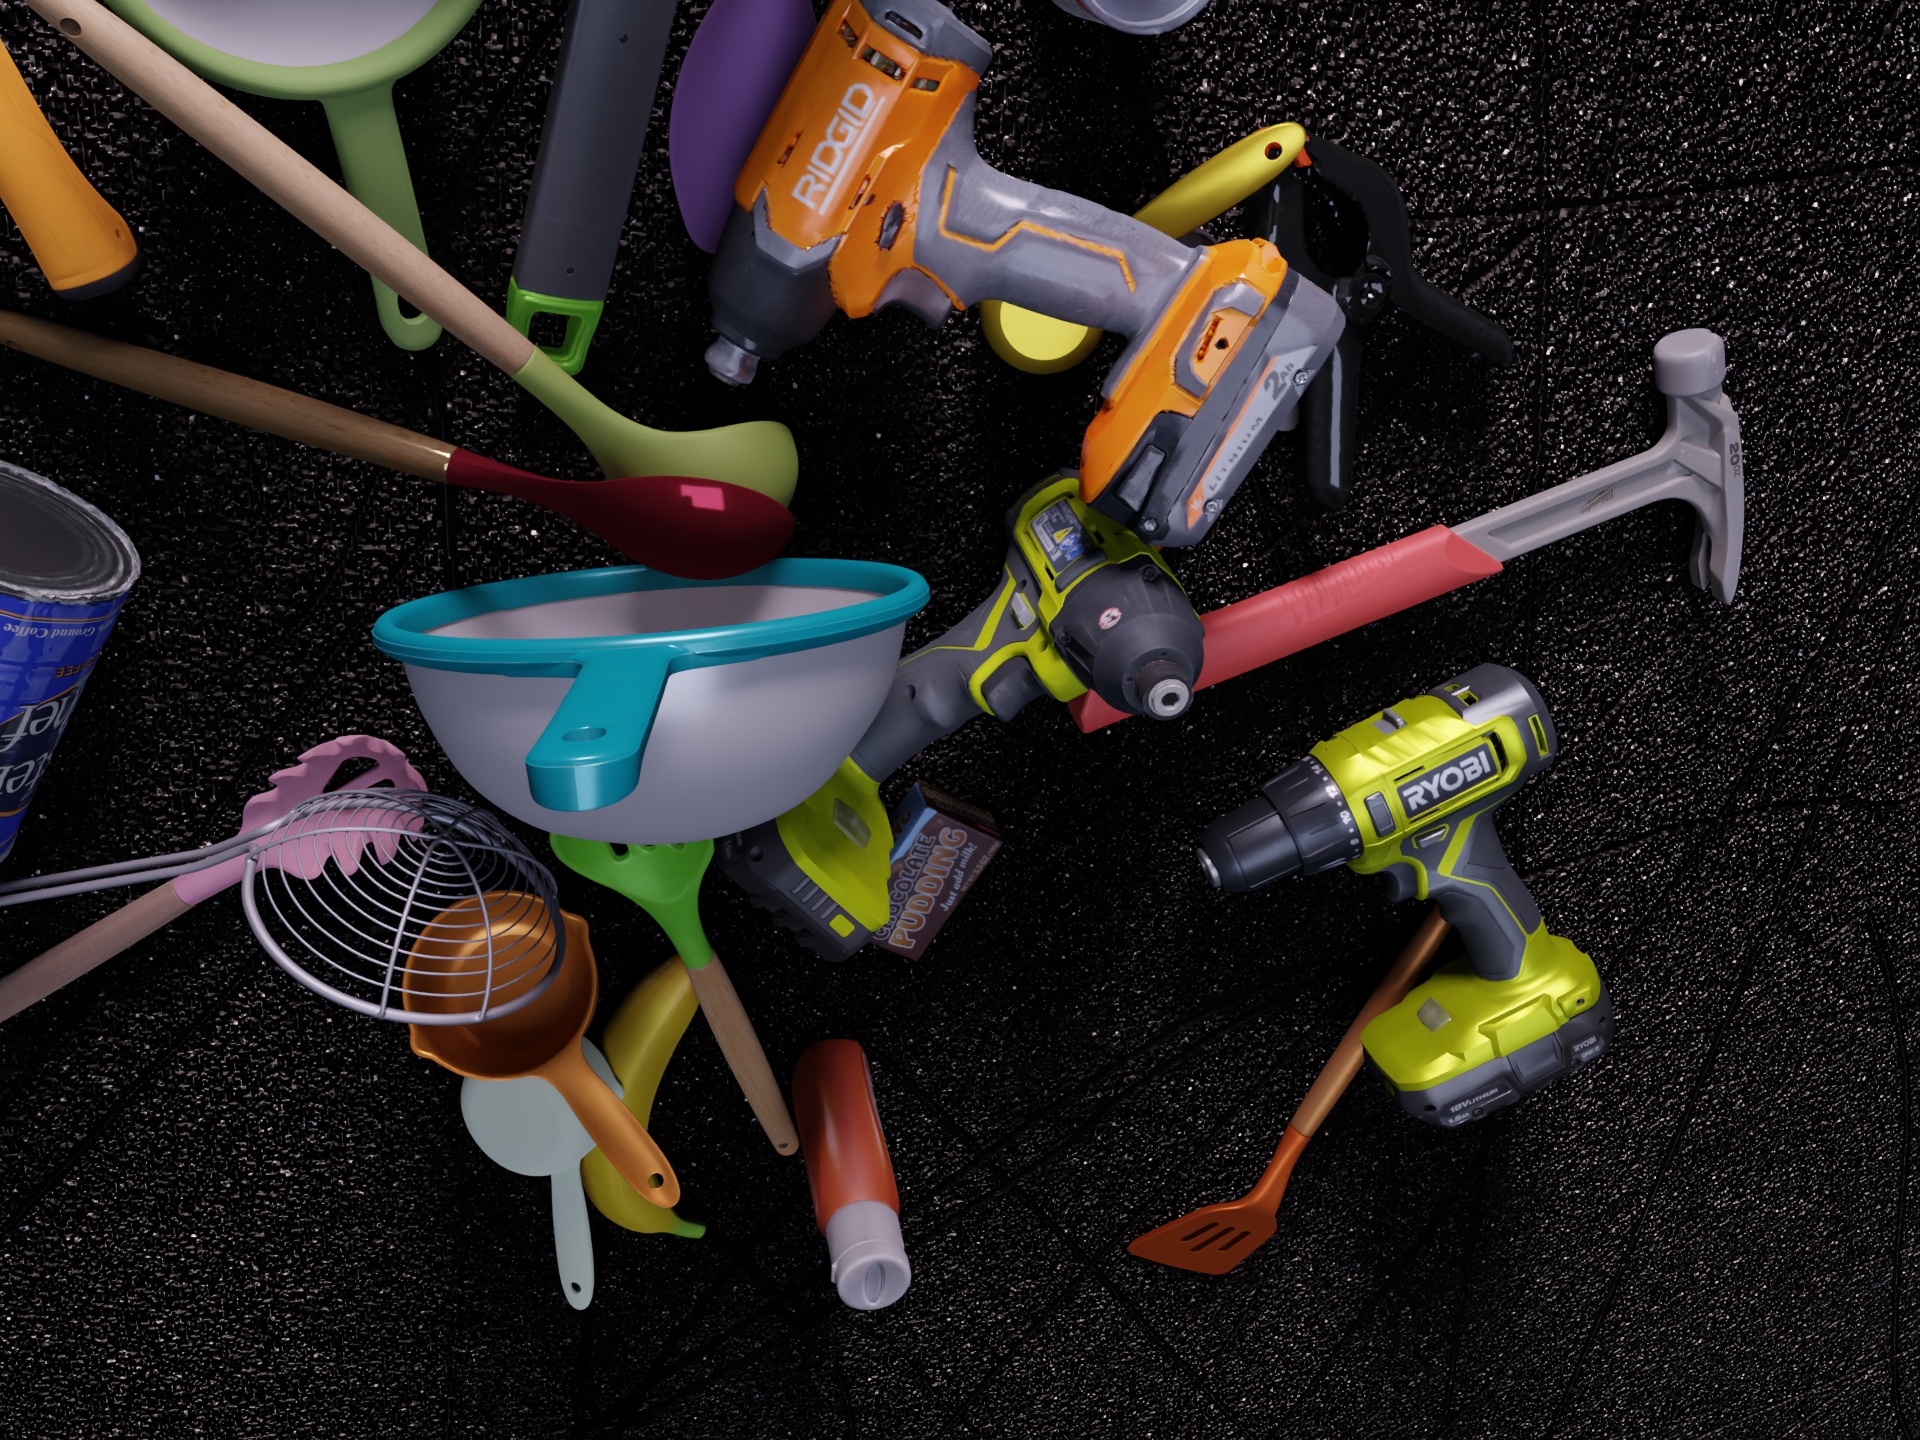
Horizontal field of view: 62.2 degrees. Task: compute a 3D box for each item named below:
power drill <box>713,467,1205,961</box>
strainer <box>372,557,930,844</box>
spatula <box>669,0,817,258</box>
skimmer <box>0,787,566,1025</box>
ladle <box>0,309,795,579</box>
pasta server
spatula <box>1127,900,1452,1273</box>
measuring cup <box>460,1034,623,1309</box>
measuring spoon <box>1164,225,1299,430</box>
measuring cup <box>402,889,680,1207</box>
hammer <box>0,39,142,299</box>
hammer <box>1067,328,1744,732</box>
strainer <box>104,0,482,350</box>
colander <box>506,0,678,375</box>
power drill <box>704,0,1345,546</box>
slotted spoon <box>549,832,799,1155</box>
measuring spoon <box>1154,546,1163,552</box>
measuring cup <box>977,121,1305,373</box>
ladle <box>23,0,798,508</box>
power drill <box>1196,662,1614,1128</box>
[{"bbox_3d":[-0.001,-0.002,0.696,0.223,0.171,0.080,-37,121,11],"label":"power drill"},{"bbox_3d":[-0.109,0.010,0.565,0.211,0.340,0.095,-4,104,-5],"label":"strainer"},{"bbox_3d":[-0.064,-0.328,0.584,0.059,0.018,0.315,4,118,-16],"label":"spatula"},{"bbox_3d":[-0.349,0.092,0.667,0.363,0.127,0.090,-9,116,11],"label":"skimmer"},{"bbox_3d":[-0.219,-0.107,0.610,0.315,0.031,0.069,17,157,-2],"label":"ladle"},{"bbox_3d":[-0.378,0.094,0.722,0.316,0.040,0.060,-30,110,4],"label":"pasta server"},{"bbox_3d":[0.215,0.223,0.967,0.081,0.041,0.322,22,107,-24],"label":"spatula"},{"bbox_3d":[-0.212,0.236,0.811,0.083,0.038,0.167,1,105,18],"label":"measuring cup"},{"bbox_3d":[0.122,-0.177,0.725,0.034,0.018,0.124,-34,129,15],"label":"measuring spoon"},{"bbox_3d":[-0.190,0.160,0.756,0.095,0.052,0.173,-38,88,-15],"label":"measuring cup"},{"bbox_3d":[-0.354,-0.284,0.482,0.034,0.127,0.336,-19,127,-3],"label":"hammer"},{"bbox_3d":[0.224,-0.066,0.799,0.359,0.037,0.149,-22,122,-3],"label":"hammer"},{"bbox_3d":[-0.230,-0.254,0.562,0.151,0.069,0.256,-28,143,-25],"label":"strainer"},{"bbox_3d":[-0.090,-0.273,0.521,0.204,0.095,0.396,0,130,-32],"label":"colander"},{"bbox_3d":[0.015,-0.163,0.629,0.226,0.084,0.164,31,108,-9],"label":"power drill"},{"bbox_3d":[-0.124,0.132,0.785,0.070,0.031,0.313,-10,135,4],"label":"slotted spoon"},{"bbox_3d":[0.096,-0.100,0.762,0.021,0.011,0.117,24,106,-26],"label":"measuring spoon"},{"bbox_3d":[0.076,-0.200,0.667,0.156,0.029,0.062,-30,113,18],"label":"measuring cup"},{"bbox_3d":[-0.182,-0.158,0.588,0.078,0.062,0.319,-27,136,28],"label":"ladle"},{"bbox_3d":[0.246,0.103,0.863,0.190,0.080,0.228,-27,111,-1],"label":"power drill"}]
